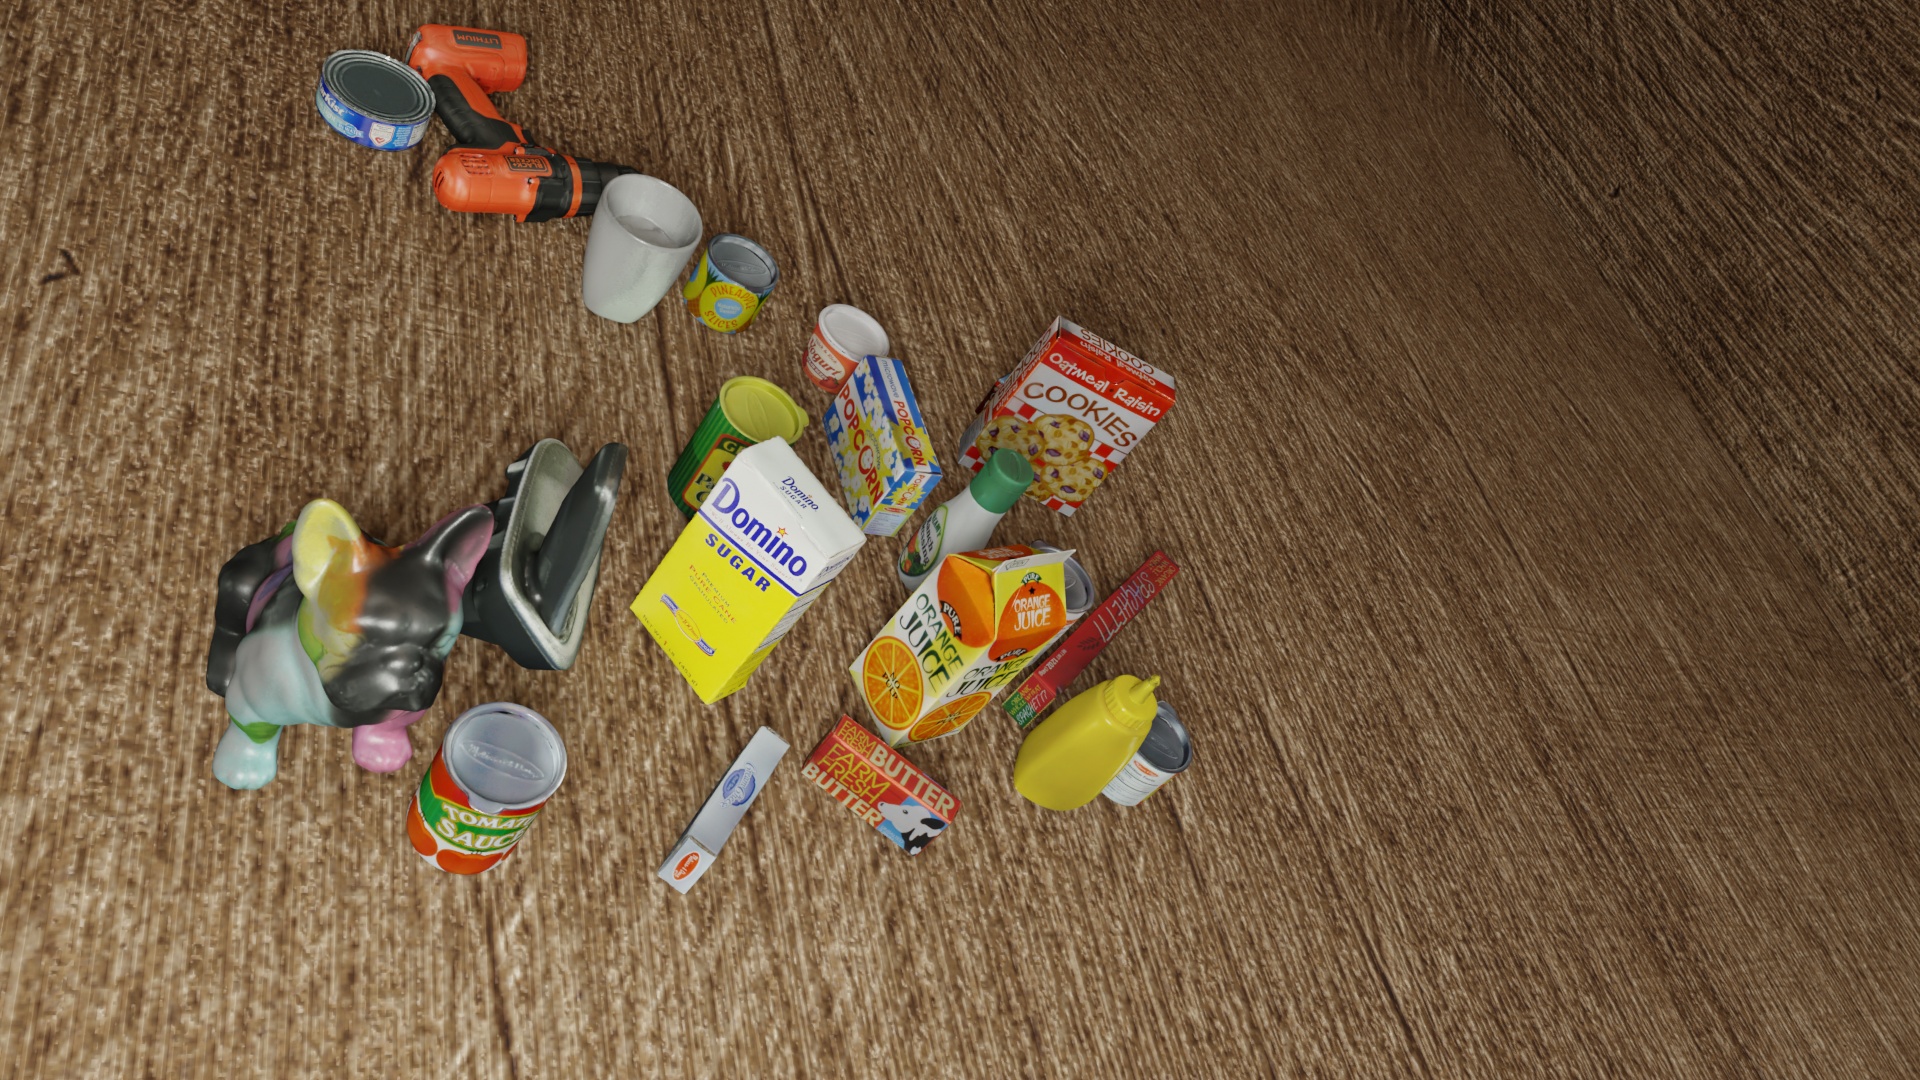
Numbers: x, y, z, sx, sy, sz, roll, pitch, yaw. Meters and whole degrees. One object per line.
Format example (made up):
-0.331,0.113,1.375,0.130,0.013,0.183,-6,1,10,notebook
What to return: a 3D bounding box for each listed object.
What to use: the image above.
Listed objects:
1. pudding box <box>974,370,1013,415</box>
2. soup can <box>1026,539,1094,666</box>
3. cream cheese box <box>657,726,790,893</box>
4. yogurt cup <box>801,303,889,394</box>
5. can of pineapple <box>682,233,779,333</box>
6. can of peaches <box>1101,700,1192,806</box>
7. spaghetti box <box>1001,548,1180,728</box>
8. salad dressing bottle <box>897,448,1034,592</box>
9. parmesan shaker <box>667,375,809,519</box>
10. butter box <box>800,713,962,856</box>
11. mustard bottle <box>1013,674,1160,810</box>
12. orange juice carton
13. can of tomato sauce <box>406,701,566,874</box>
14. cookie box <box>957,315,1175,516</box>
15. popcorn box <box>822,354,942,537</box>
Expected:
0.060,-0.113,1.306,0.084,0.049,0.030,46,39,6,pudding box
0.057,0.052,1.122,0.071,0.083,0.072,22,43,-22,soup can
-0.148,0.168,0.873,0.024,0.053,0.104,37,39,-4,cream cheese box
-0.104,-0.166,1.221,0.072,0.053,0.073,22,43,-22,yogurt cup
-0.197,-0.219,1.193,0.071,0.057,0.071,22,43,-22,can of pineapple
0.141,0.167,1.101,0.071,0.057,0.071,22,43,-22,can of peaches
0.115,0.077,1.171,0.029,0.050,0.251,45,39,6,spaghetti box
0.004,-0.014,1.090,0.044,0.147,0.064,20,43,-24,salad dressing bottle
-0.167,-0.064,1.036,0.071,0.102,0.072,22,43,-22,parmesan shaker
-0.055,0.168,0.948,0.103,0.053,0.024,38,39,-3,butter box
0.101,0.140,1.014,0.065,0.159,0.049,27,41,-17,mustard bottle
0.006,0.065,0.982,0.072,0.191,0.073,-7,58,-42,orange juice carton
-0.267,0.142,0.779,0.071,0.082,0.071,22,43,-22,can of tomato sauce
0.092,-0.106,1.232,0.123,0.166,0.040,25,41,-18,cookie box
-0.067,-0.079,1.144,0.038,0.084,0.127,6,50,-35,popcorn box
